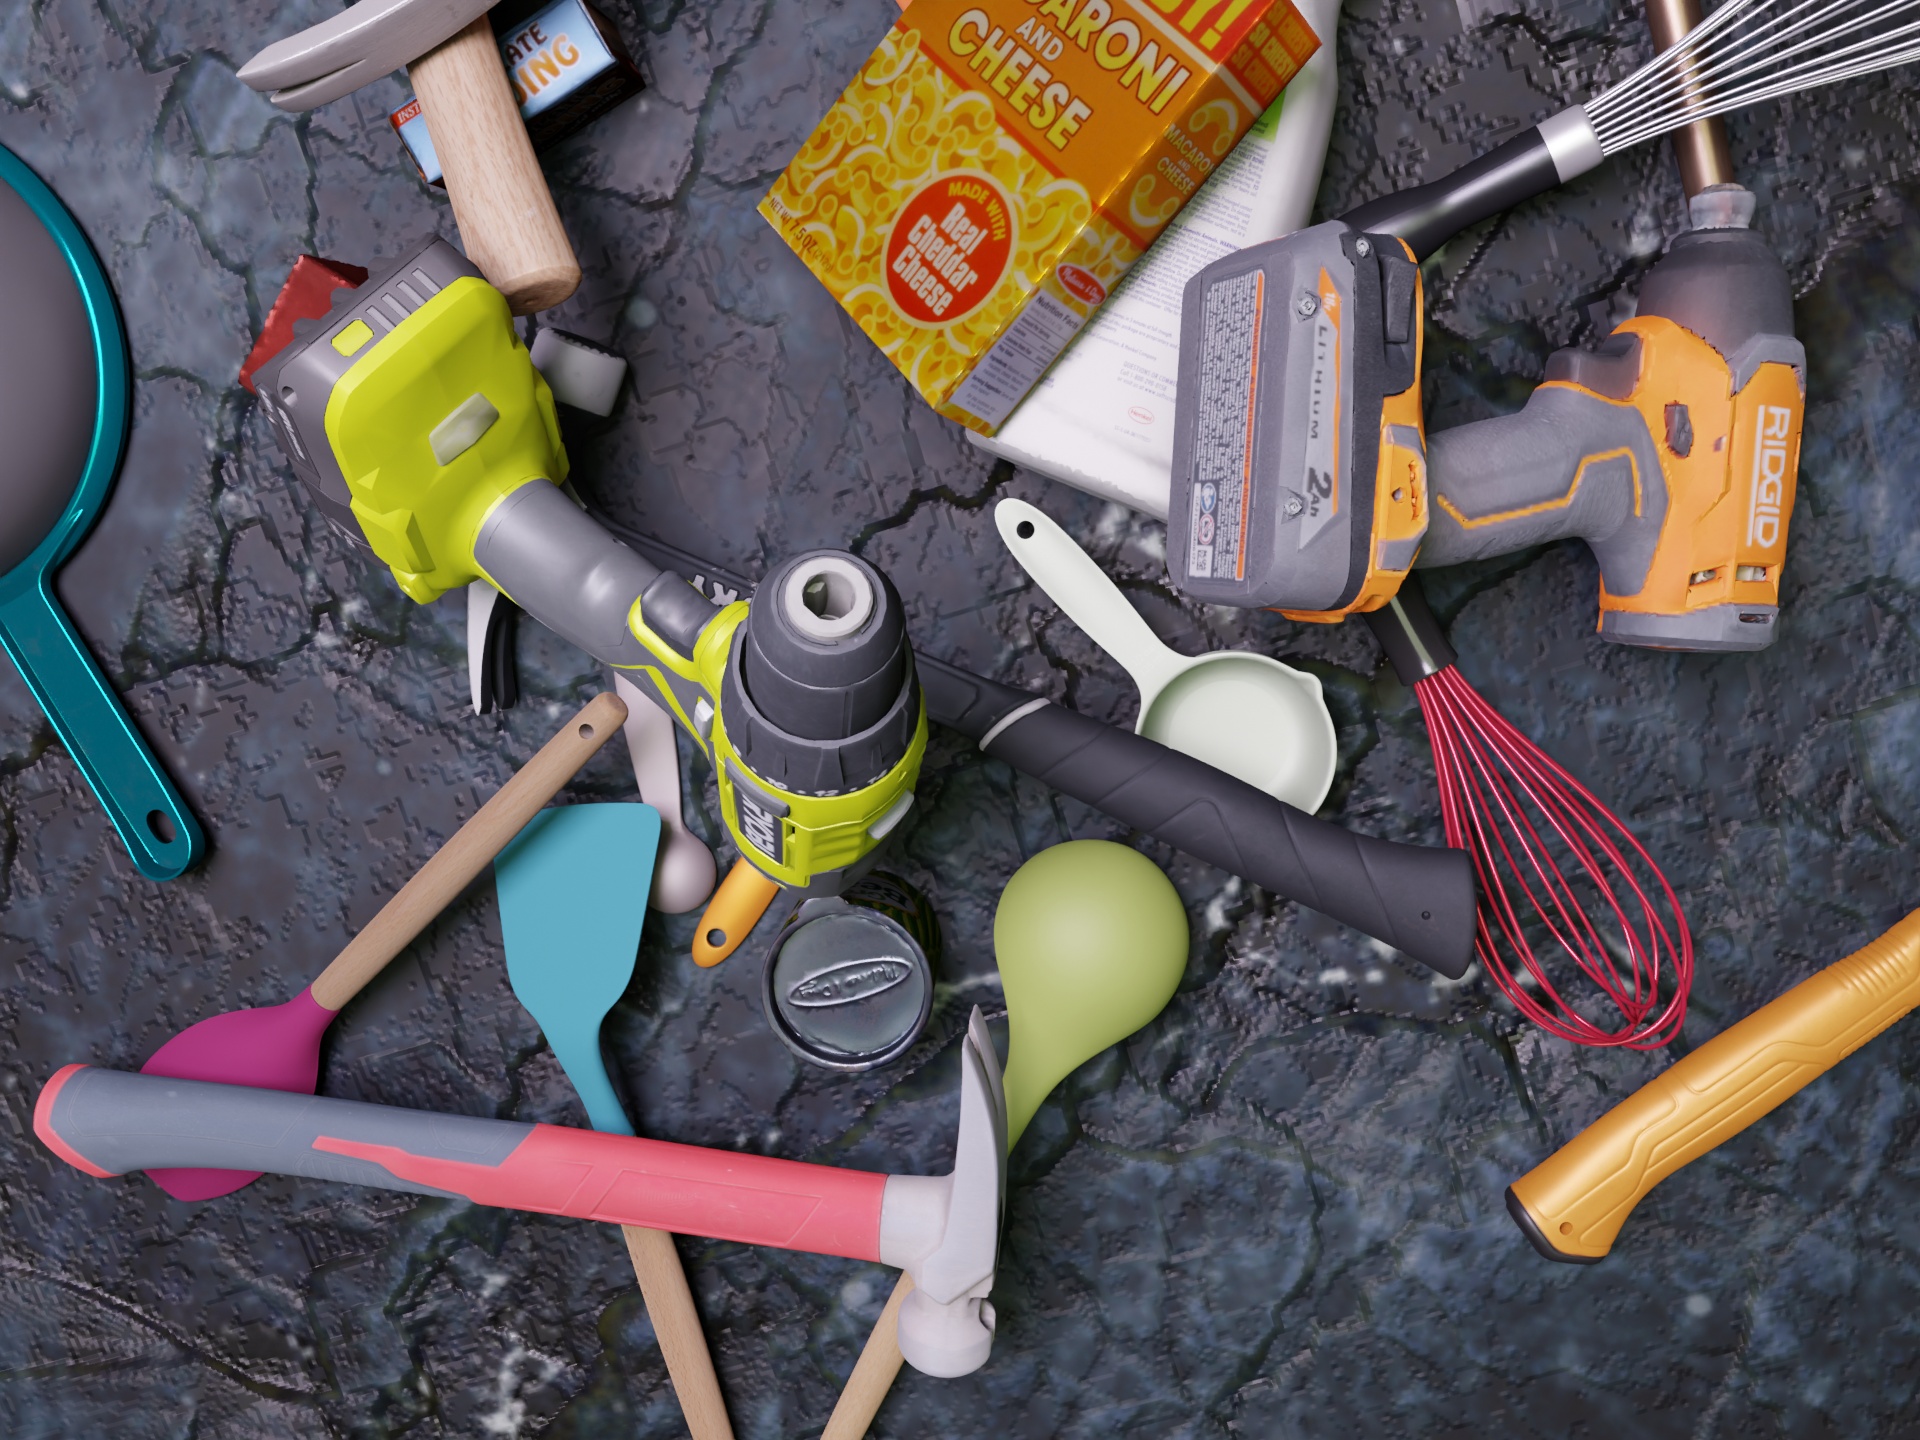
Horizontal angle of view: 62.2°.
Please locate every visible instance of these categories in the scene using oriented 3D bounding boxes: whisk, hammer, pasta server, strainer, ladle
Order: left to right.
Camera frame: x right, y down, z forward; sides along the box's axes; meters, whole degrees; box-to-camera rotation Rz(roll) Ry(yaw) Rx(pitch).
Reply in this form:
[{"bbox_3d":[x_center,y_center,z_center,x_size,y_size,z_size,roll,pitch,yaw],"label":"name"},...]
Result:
[{"bbox_3d":[-0.404,-0.079,0.598,0.211,0.095,0.340,-29,95,7],"label":"strainer"},{"bbox_3d":[-0.249,-0.385,0.530,0.149,0.036,0.359,-31,83,6],"label":"hammer"},{"bbox_3d":[-0.201,-0.295,0.551,0.130,0.031,0.331,-20,84,8],"label":"hammer"},{"bbox_3d":[-0.175,0.158,0.613,0.386,0.038,0.143,6,109,8],"label":"hammer"},{"bbox_3d":[-0.001,-0.002,0.594,0.409,0.036,0.149,24,100,7],"label":"hammer"},{"bbox_3d":[0.002,0.193,0.656,0.078,0.062,0.320,24,106,-2],"label":"ladle"},{"bbox_3d":[0.186,-0.002,0.601,0.073,0.073,0.296,-30,91,7],"label":"whisk"},{"bbox_3d":[0.249,-0.276,0.571,0.060,0.040,0.316,-17,102,5],"label":"pasta server"},{"bbox_3d":[0.241,-0.214,0.546,0.284,0.070,0.070,-24,98,23],"label":"whisk"},{"bbox_3d":[0.354,0.098,0.621,0.337,0.034,0.127,-39,96,8],"label":"hammer"}]

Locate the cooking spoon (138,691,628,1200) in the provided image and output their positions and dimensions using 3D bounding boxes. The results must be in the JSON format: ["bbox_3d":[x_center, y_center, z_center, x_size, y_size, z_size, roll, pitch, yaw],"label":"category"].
[{"bbox_3d":[-0.239,0.095,0.637,0.319,0.017,0.068,-42,95,18],"label":"cooking spoon"}]

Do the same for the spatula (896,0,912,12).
[{"bbox_3d":[-0.105,-0.380,0.549,0.322,0.041,0.081,39,109,-13],"label":"spatula"}]

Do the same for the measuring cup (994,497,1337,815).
[{"bbox_3d":[0.074,-0.023,0.616,0.083,0.038,0.167,-43,89,10],"label":"measuring cup"}]

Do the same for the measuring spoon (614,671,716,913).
[{"bbox_3d":[-0.124,0.019,0.639,0.034,0.018,0.124,-8,98,4],"label":"measuring spoon"}]

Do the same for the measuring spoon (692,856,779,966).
[{"bbox_3d":[-0.076,0.054,0.645,0.021,0.011,0.117,34,99,-3],"label":"measuring spoon"}]

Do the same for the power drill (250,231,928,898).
[{"bbox_3d":[-0.106,-0.047,0.501,0.228,0.190,0.080,38,70,9],"label":"power drill"}]

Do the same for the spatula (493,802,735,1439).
[{"bbox_3d":[-0.128,0.190,0.661,0.082,0.044,0.317,-7,106,22],"label":"spatula"}]

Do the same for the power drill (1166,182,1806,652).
[{"bbox_3d":[0.189,-0.107,0.539,0.226,0.084,0.164,1,96,-21],"label":"power drill"}]
